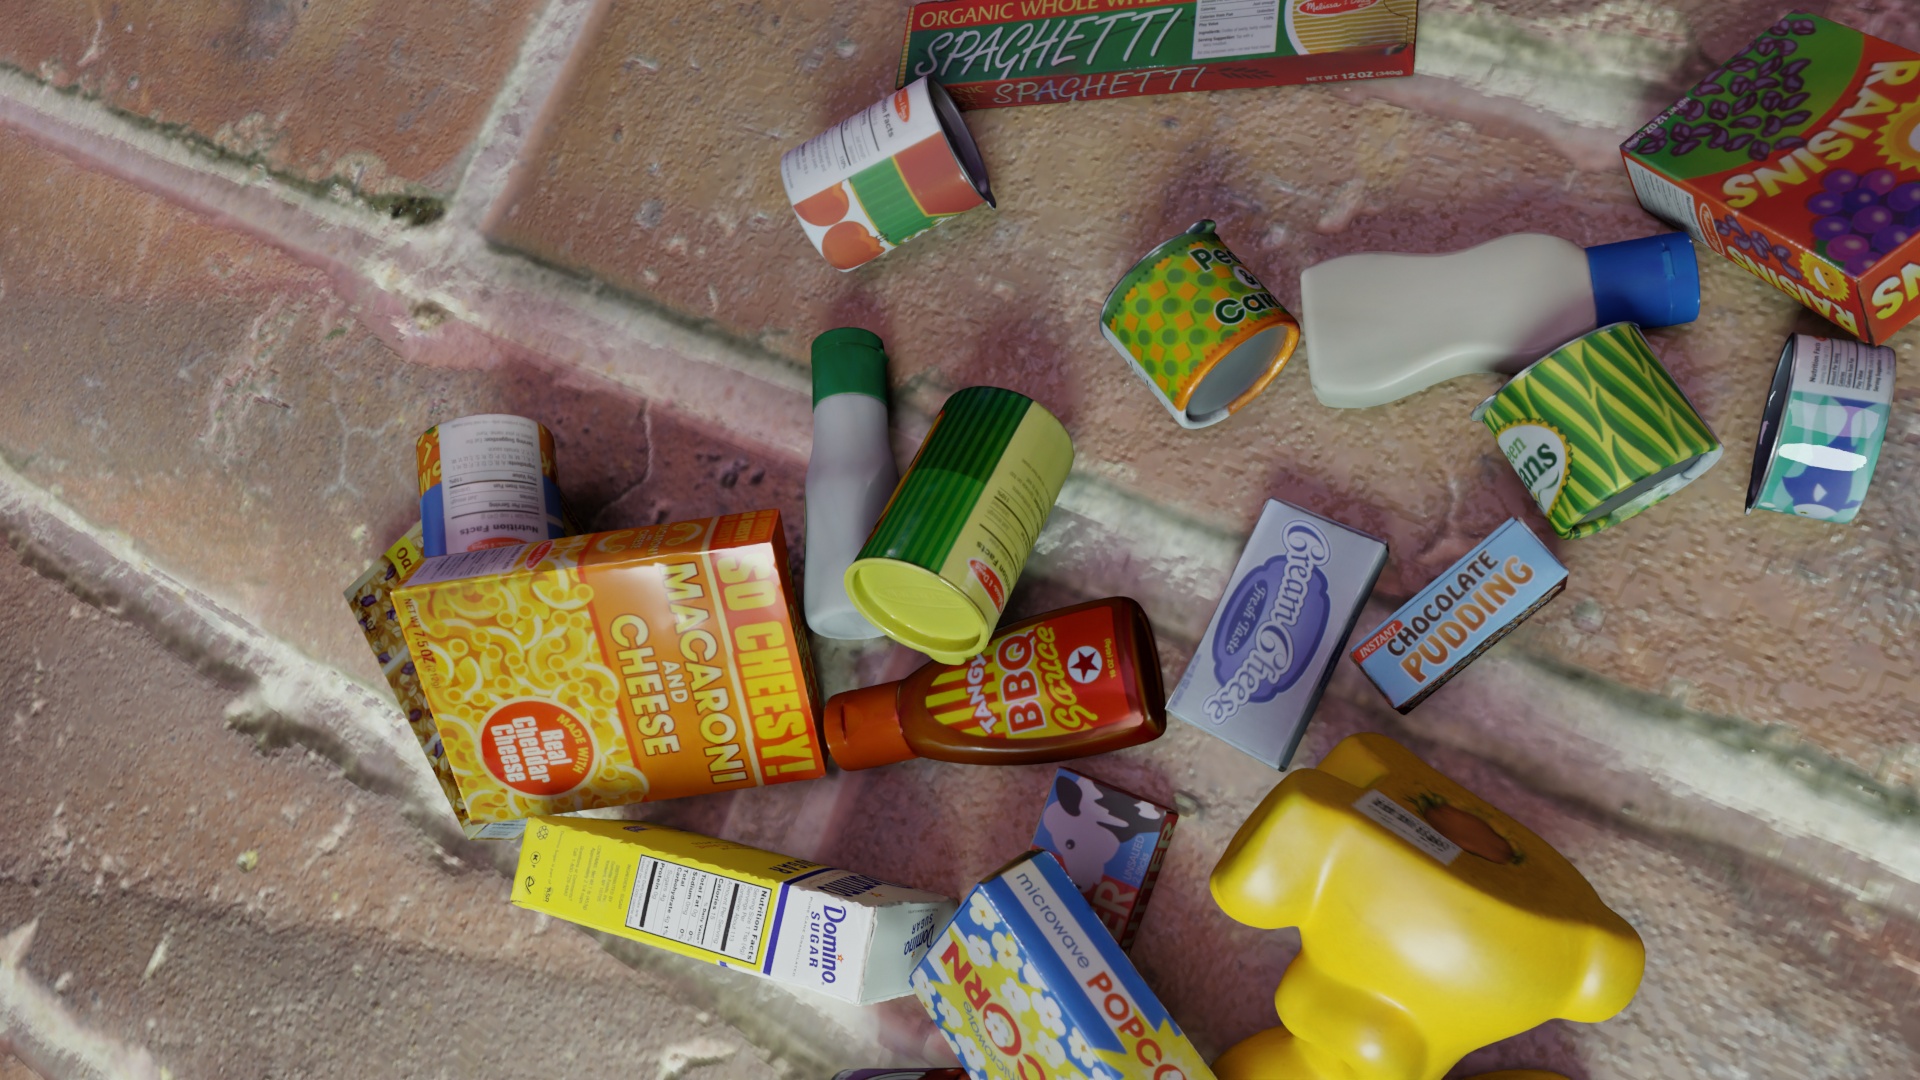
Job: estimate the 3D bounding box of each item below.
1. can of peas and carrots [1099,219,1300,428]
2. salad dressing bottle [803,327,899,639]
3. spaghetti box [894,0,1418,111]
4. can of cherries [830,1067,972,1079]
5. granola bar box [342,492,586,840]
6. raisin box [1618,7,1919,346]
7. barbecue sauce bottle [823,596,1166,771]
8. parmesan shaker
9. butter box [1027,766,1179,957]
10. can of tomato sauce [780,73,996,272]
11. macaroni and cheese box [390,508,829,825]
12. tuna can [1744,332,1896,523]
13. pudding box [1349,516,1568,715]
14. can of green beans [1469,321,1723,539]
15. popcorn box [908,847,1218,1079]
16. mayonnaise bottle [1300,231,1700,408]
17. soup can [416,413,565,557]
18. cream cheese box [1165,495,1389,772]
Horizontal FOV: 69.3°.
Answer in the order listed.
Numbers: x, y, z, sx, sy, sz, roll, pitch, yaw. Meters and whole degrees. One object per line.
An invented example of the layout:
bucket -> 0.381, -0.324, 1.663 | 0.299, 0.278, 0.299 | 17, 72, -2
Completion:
can of peas and carrots -> 0.105, -0.092, 0.600 | 0.071, 0.071, 0.059 | -40, 67, 9
salad dressing bottle -> -0.051, -0.029, 0.657 | 0.044, 0.064, 0.148 | -9, 66, 12
spaghetti box -> 0.089, -0.241, 0.665 | 0.250, 0.028, 0.050 | 3, 79, 23
can of cherries -> -0.022, 0.250, 0.568 | 0.058, 0.071, 0.071 | -9, 74, 20
granola bar box -> -0.234, 0.052, 0.721 | 0.124, 0.039, 0.166 | -41, 66, 8
raisin box -> 0.321, -0.136, 0.511 | 0.086, 0.040, 0.124 | -38, 39, 9
barbecue sauce bottle -> 0.013, 0.071, 0.612 | 0.148, 0.043, 0.065 | -15, 67, 19
parmesan shaker -> 0.002, -0.008, 0.605 | 0.071, 0.071, 0.103 | 11, 54, 24
butter box -> 0.050, 0.153, 0.587 | 0.053, 0.024, 0.103 | 17, 84, 26
can of tomato sauce -> -0.035, -0.177, 0.682 | 0.083, 0.071, 0.071 | -24, 70, 16
macaroni and cheese box -> -0.152, 0.057, 0.627 | 0.166, 0.040, 0.123 | -8, 114, 3
tuna can -> 0.311, -0.038, 0.505 | 0.033, 0.071, 0.071 | 13, 83, 24
pudding box -> 0.195, 0.031, 0.543 | 0.083, 0.049, 0.030 | -41, 67, 9
can of green beans -> 0.244, -0.041, 0.531 | 0.071, 0.071, 0.058 | -30, 69, 14
popcorn box -> 0.040, 0.192, 0.523 | 0.127, 0.038, 0.084 | 52, 137, 23
mayonnaise bottle -> 0.218, -0.095, 0.570 | 0.148, 0.041, 0.065 | -7, 77, 20
soup can -> -0.228, -0.010, 0.678 | 0.071, 0.071, 0.084 | -19, 69, 18
cream cheese box -> 0.133, 0.038, 0.581 | 0.053, 0.024, 0.104 | 26, 88, 25
